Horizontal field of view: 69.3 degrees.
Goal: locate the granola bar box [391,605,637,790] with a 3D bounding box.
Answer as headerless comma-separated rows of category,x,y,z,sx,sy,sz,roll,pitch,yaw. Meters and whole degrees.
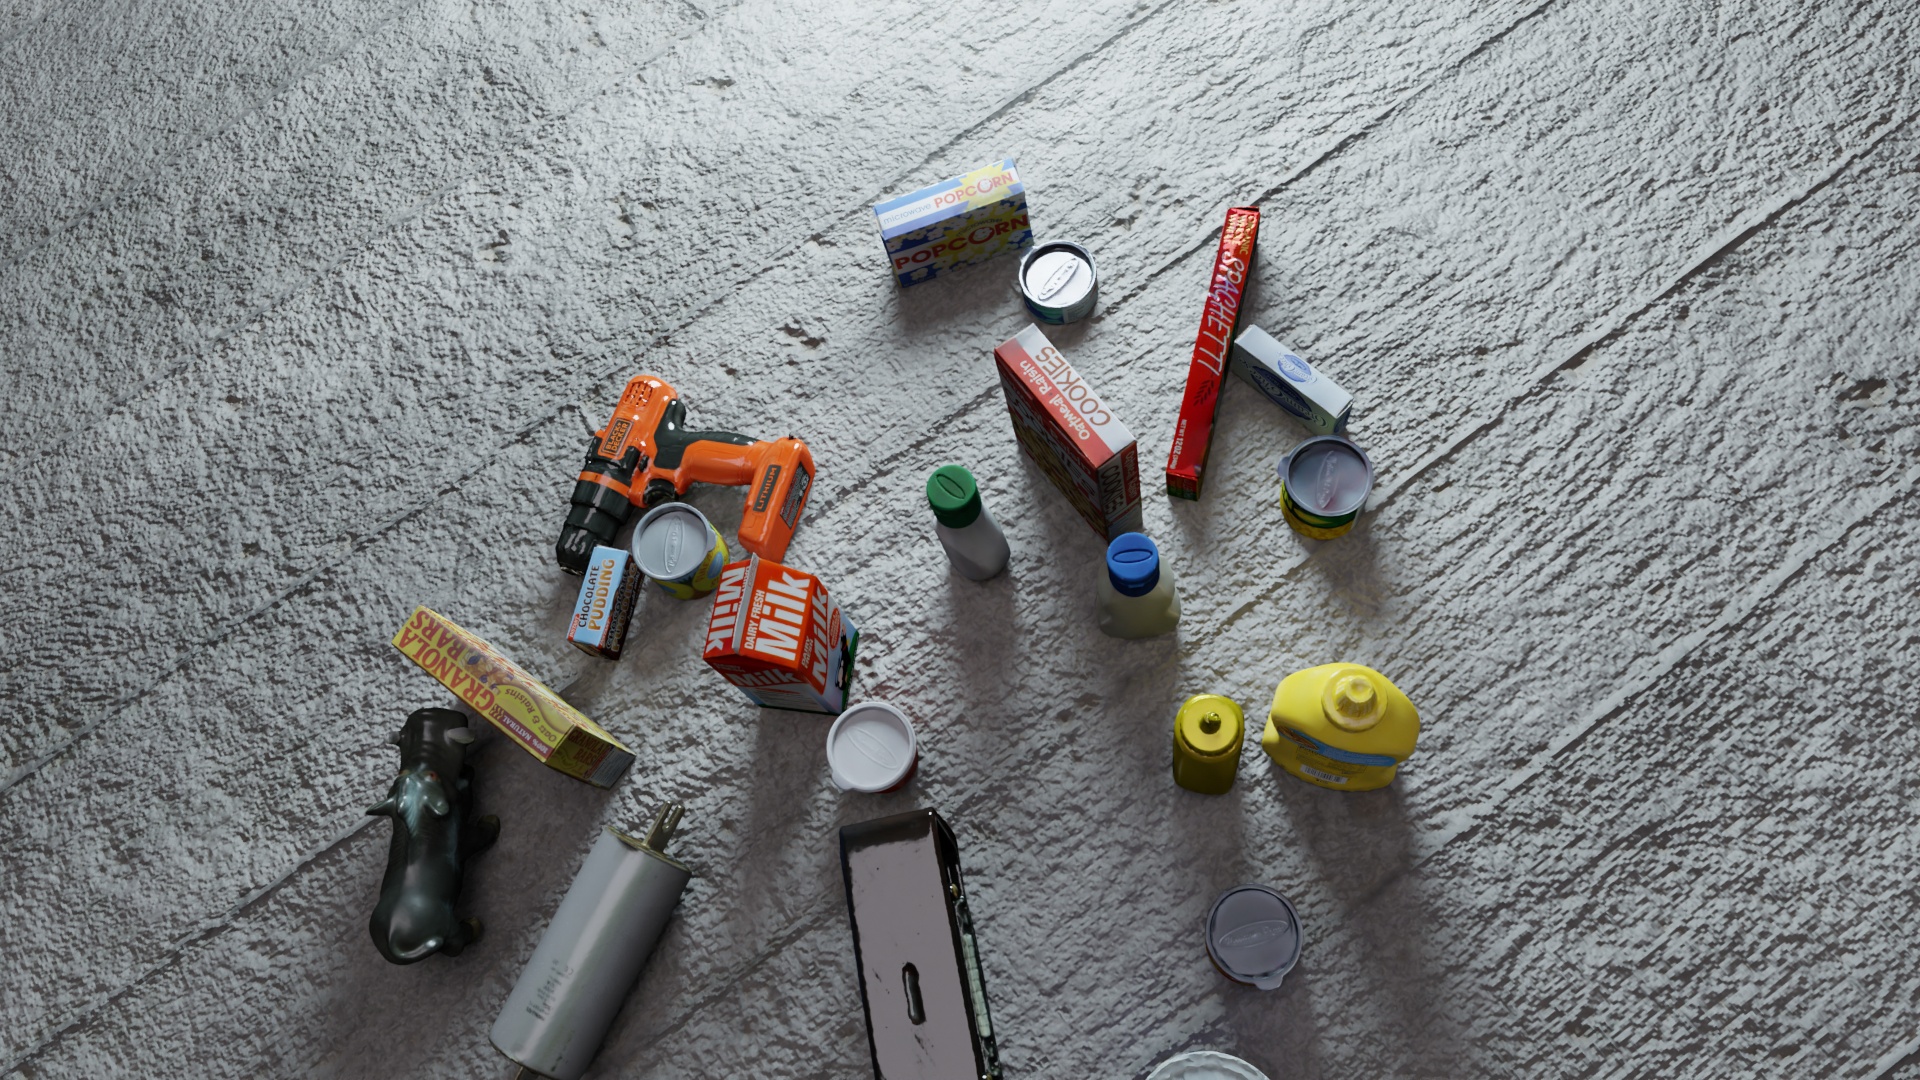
granola bar box,-0.343,0.125,1.074,0.166,0.124,0.039,32,78,18

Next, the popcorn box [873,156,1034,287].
popcorn box,-0.004,-0.270,1.188,0.127,0.085,0.038,-19,69,2

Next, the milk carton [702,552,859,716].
milk carton,-0.134,0.072,1.026,0.073,0.190,0.072,5,71,11

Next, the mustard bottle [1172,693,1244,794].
mustard bottle,0.173,0.137,0.971,0.049,0.159,0.065,8,72,12

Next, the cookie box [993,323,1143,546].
cookie box,0.084,-0.076,1.059,0.040,0.167,0.123,-37,69,-5

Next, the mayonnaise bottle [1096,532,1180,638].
mayonnaise bottle,0.129,0.035,1.022,0.065,0.147,0.041,-7,70,6

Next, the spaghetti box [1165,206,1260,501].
spaghetti box,0.207,-0.155,1.132,0.029,0.050,0.251,12,72,13

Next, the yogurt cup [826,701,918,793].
yogurt cup,-0.063,0.161,1.055,0.072,0.053,0.072,-3,70,8

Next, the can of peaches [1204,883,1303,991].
can of peaches,0.204,0.278,0.969,0.071,0.058,0.071,-3,70,8

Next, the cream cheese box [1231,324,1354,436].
cream cheese box,0.265,-0.125,1.110,0.104,0.053,0.024,41,81,20

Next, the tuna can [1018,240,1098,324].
tuna can,0.082,-0.221,1.185,0.071,0.032,0.071,-3,70,8

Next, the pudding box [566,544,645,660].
pudding box,-0.288,0.051,1.133,0.030,0.049,0.084,9,72,12

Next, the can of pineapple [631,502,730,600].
can of pineapple,-0.226,0.011,1.133,0.071,0.057,0.071,-3,70,8

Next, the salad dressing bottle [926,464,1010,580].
salad dressing bottle,0.004,-0.013,1.059,0.064,0.147,0.044,41,81,19

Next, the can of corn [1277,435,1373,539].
can of corn,0.279,-0.040,1.075,0.071,0.058,0.071,-3,70,8
